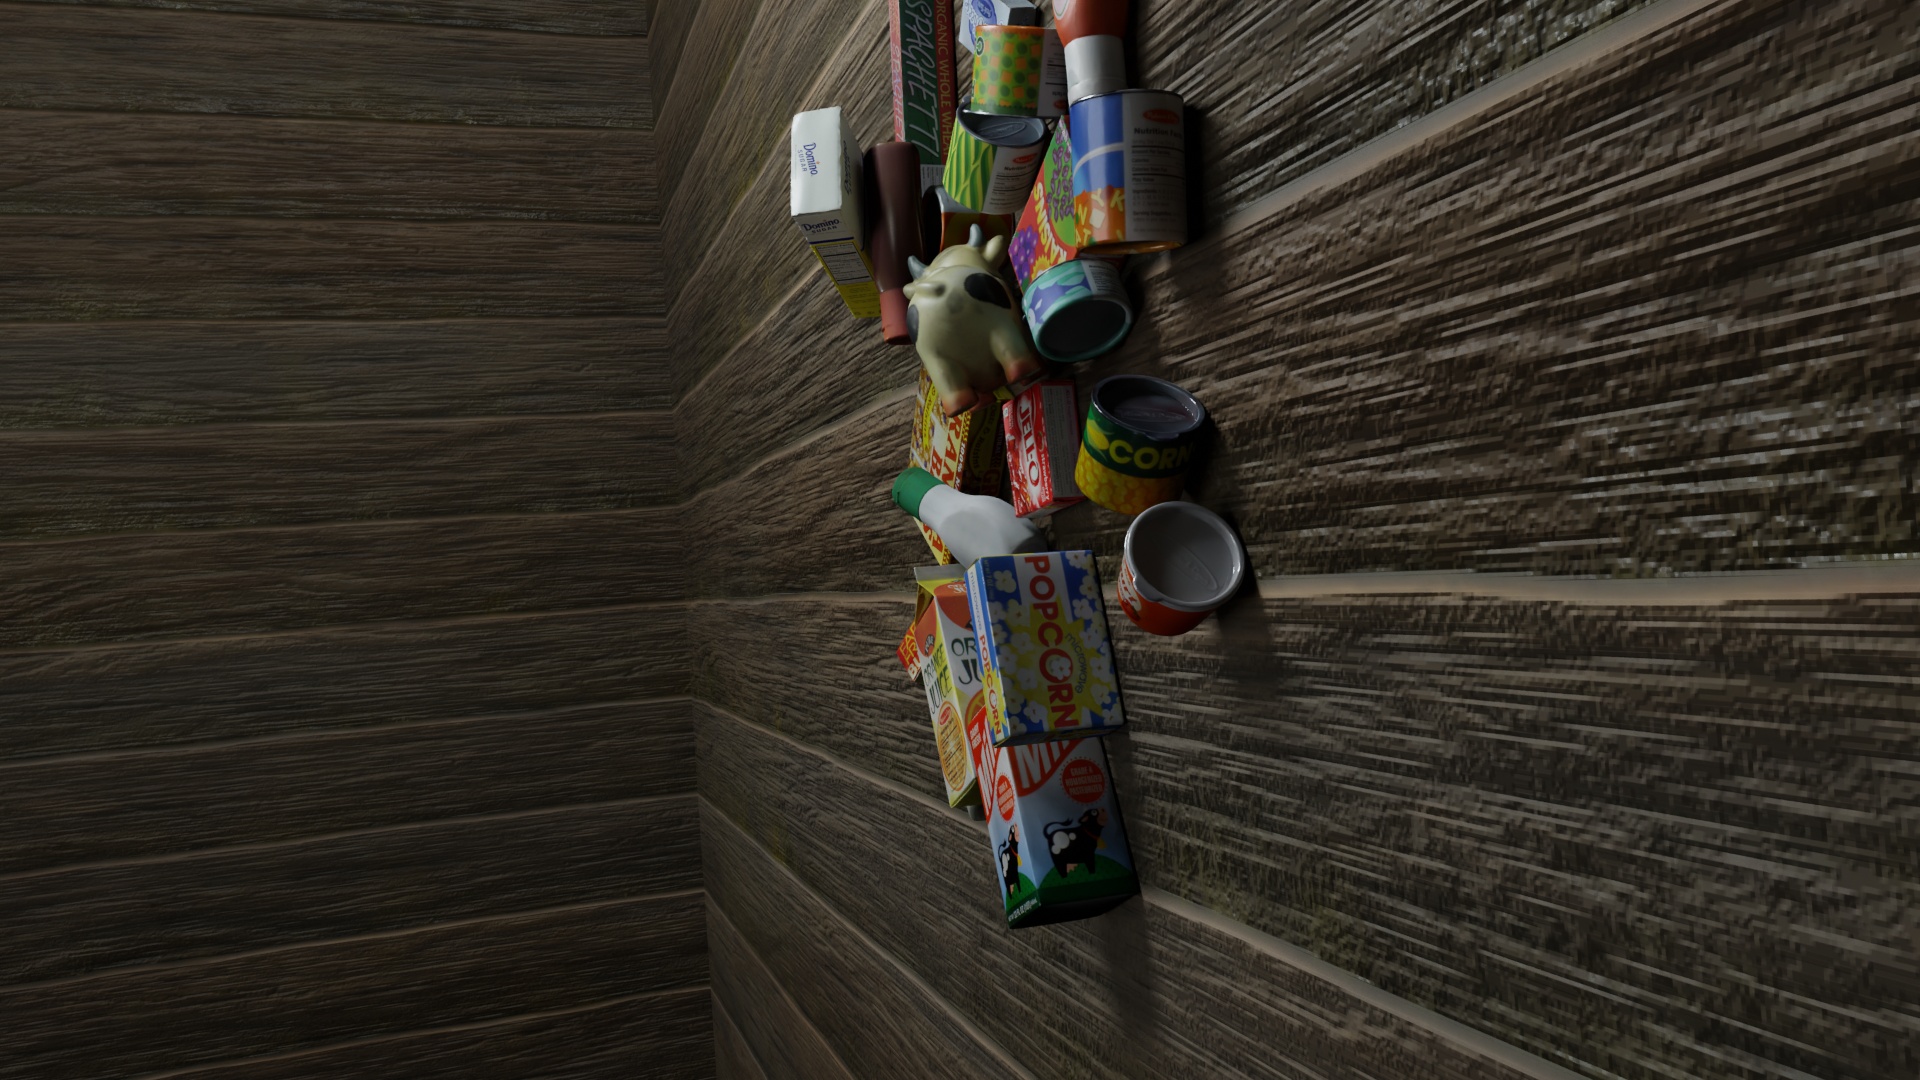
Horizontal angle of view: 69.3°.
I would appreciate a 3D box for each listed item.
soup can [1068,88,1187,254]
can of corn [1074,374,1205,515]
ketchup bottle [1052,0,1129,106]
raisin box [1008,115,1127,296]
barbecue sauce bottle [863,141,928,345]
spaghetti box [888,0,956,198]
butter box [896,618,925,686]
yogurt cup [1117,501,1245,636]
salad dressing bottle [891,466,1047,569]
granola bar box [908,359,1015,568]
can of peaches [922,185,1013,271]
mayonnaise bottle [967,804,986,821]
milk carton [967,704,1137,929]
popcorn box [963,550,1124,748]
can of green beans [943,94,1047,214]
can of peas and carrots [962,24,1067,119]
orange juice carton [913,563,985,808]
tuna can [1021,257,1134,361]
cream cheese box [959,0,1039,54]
[{"bbox_3d":[0.096,-0.212,0.808,0.071,0.071,0.083,-171,78,-70],"label":"soup can"},{"bbox_3d":[0.104,-0.054,0.812,0.071,0.071,0.058,-117,29,-48],"label":"can of corn"},{"bbox_3d":[0.081,-0.345,0.866,0.064,0.043,0.148,170,96,-71],"label":"ketchup bottle"},{"bbox_3d":[0.075,-0.204,0.914,0.122,0.040,0.086,115,145,-52],"label":"raisin box"},{"bbox_3d":[-0.048,-0.227,1.073,0.065,0.044,0.148,147,119,-82],"label":"barbecue sauce bottle"},{"bbox_3d":[-0.028,-0.341,1.170,0.028,0.050,0.249,-178,85,-69],"label":"spaghetti box"},{"bbox_3d":[-0.016,0.070,1.183,0.103,0.024,0.053,-60,29,13],"label":"butter box"},{"bbox_3d":[0.121,0.019,0.786,0.053,0.072,0.072,105,155,-61],"label":"yogurt cup"},{"bbox_3d":[0.004,-0.013,1.074,0.148,0.044,0.064,34,132,42],"label":"salad dressing bottle"},{"bbox_3d":[-0.003,-0.073,1.160,0.125,0.039,0.164,-121,33,-51],"label":"granola bar box"},{"bbox_3d":[0.003,-0.241,1.085,0.071,0.058,0.071,178,89,-70],"label":"can of peaches"},{"bbox_3d":[0.008,0.159,1.166,0.064,0.041,0.149,102,156,-43],"label":"mayonnaise bottle"},{"bbox_3d":[0.057,0.167,0.978,0.072,0.073,0.191,119,143,-58],"label":"milk carton"},{"bbox_3d":[0.056,0.072,0.946,0.038,0.085,0.127,134,130,-64],"label":"popcorn box"},{"bbox_3d":[0.024,-0.278,1.006,0.057,0.071,0.071,106,153,-45],"label":"can of green beans"},{"bbox_3d":[0.039,-0.320,0.949,0.071,0.071,0.058,-136,46,-62],"label":"can of peas and carrots"},{"bbox_3d":[0.014,0.104,1.093,0.072,0.072,0.193,120,142,-58],"label":"orange juice carton"},{"bbox_3d":[0.073,-0.144,0.884,0.070,0.071,0.033,115,145,-54],"label":"tuna can"},{"bbox_3d":[0.028,-0.385,1.040,0.104,0.024,0.053,-119,30,-51],"label":"cream cheese box"}]
